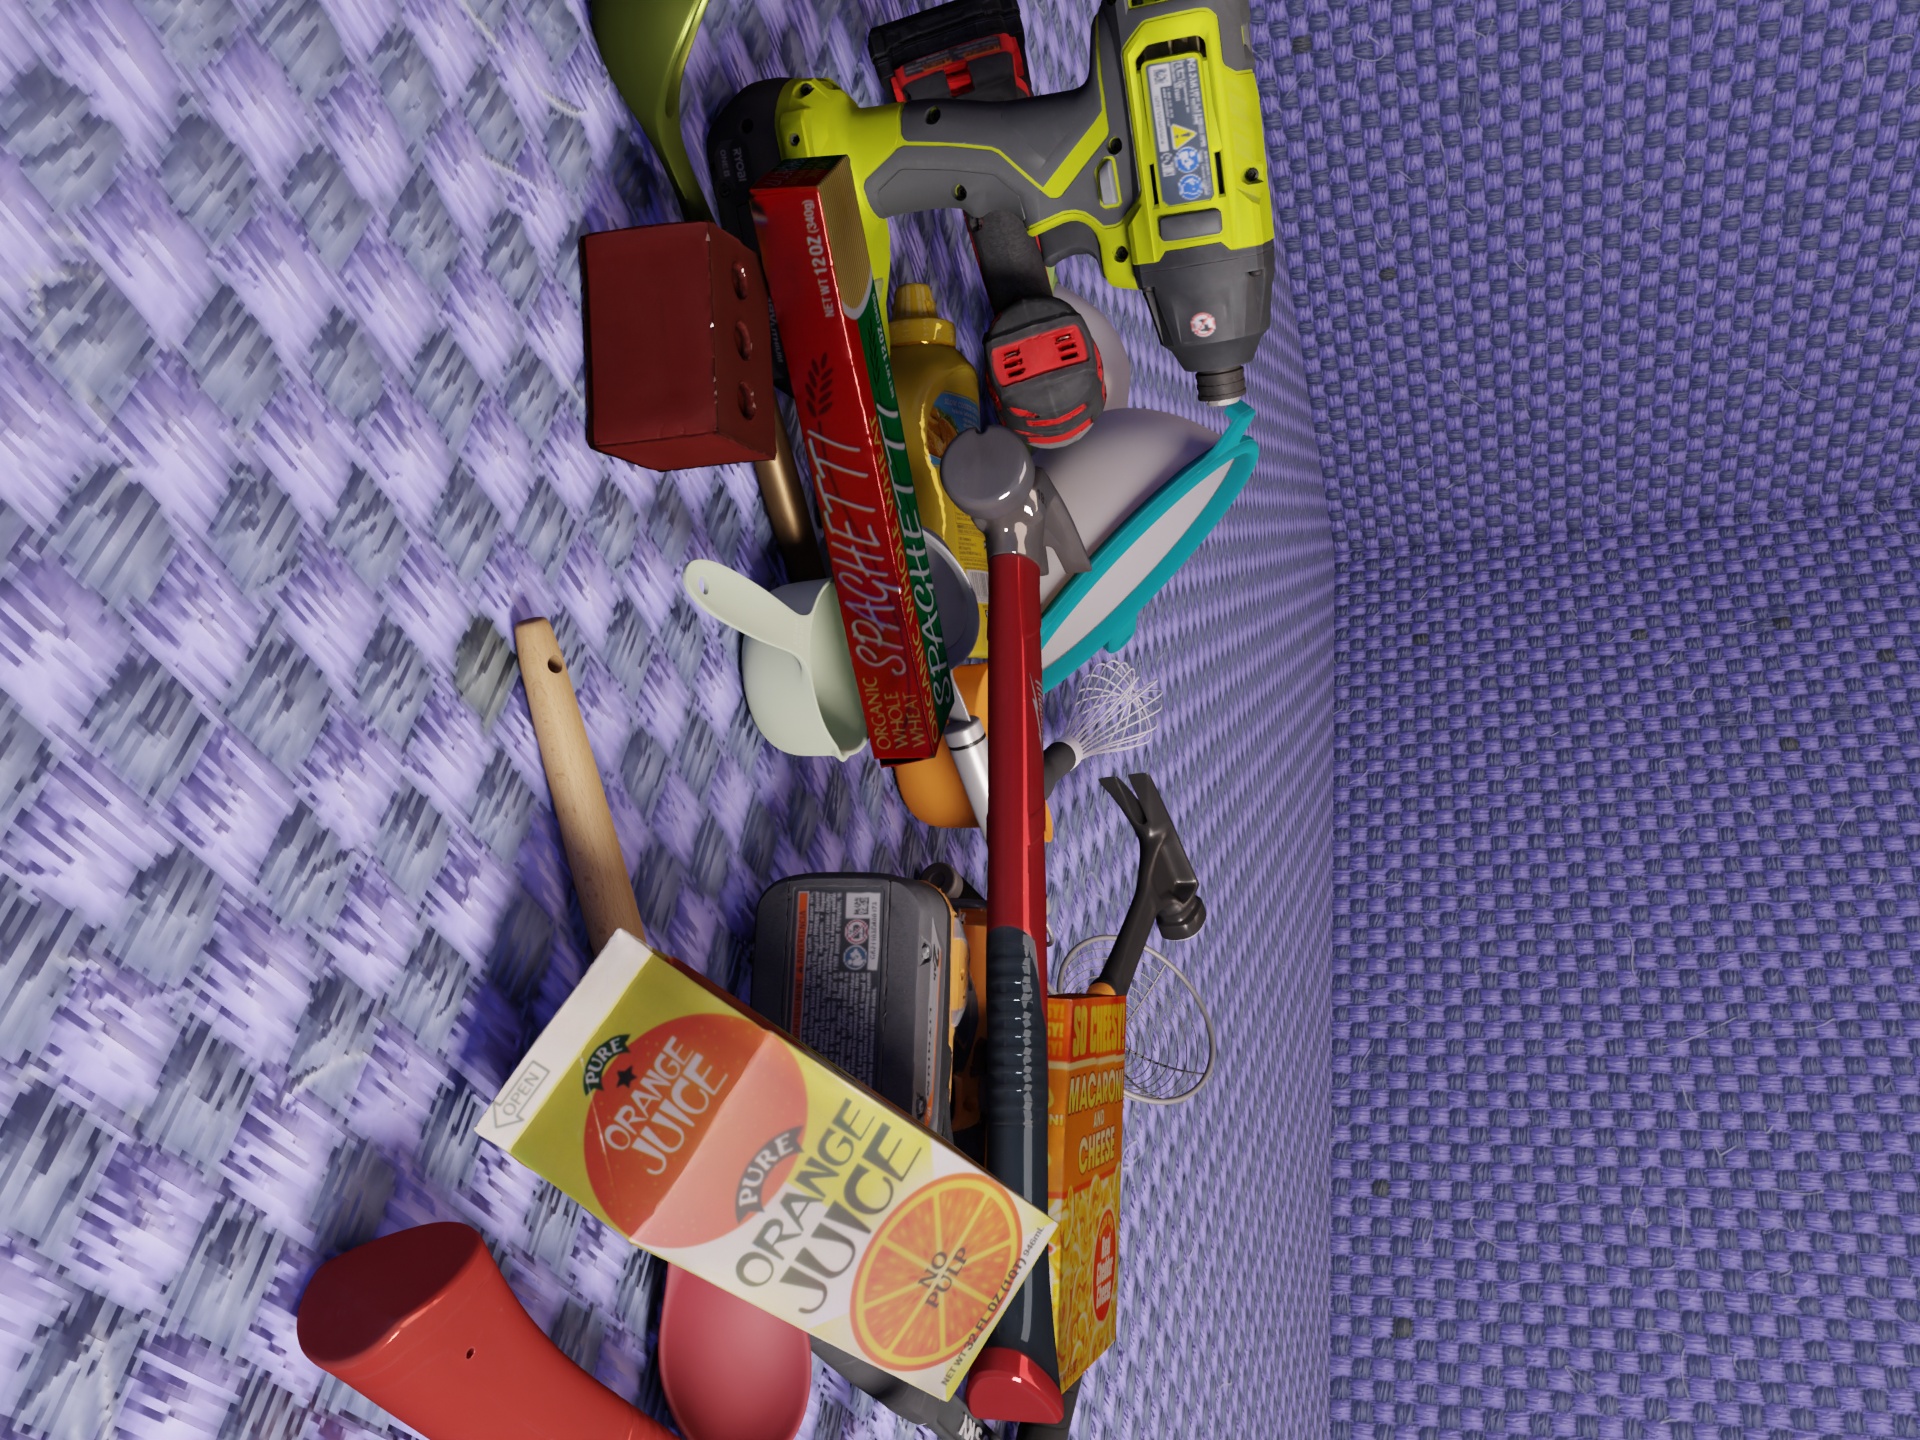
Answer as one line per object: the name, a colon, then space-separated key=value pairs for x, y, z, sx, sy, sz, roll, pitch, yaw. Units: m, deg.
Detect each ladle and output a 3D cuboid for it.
ladle: x=-0.107 y=0.117 z=0.546 sx=0.069 sy=0.031 sz=0.315 roll=-32 pitch=115 yaw=-52
ladle: x=-0.079 y=-0.158 z=0.645 sx=0.078 sy=0.062 sz=0.319 roll=-91 pitch=170 yaw=-55

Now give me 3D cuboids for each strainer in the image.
strainer: x=0.076 y=-0.242 z=0.986 sx=0.256 sy=0.069 sz=0.152 roll=94 pitch=6 yaw=-54
strainer: x=0.078 y=-0.106 z=1.011 sx=0.095 sy=0.211 sz=0.340 roll=45 pitch=-2 yaw=8
strainer: x=-0.001 y=-0.002 z=0.751 sx=0.050 sy=0.087 sz=0.258 roll=-40 pitch=116 yaw=-44

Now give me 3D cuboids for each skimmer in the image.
skimmer: x=0.075 y=0.149 z=0.982 sx=0.362 sy=0.090 sz=0.127 roll=52 pitch=18 yaw=-57

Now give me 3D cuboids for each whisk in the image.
whisk: x=0.082 y=0.016 z=1.093 sx=0.284 sy=0.070 sz=0.070 roll=-35 pitch=119 yaw=-63

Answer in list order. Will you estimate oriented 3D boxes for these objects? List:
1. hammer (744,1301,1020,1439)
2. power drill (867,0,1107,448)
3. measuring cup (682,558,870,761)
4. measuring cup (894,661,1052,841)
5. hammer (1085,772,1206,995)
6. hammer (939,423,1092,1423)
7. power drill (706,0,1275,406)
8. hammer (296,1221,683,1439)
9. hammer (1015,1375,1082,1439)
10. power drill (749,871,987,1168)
hammer: x=-0.016 y=0.333 z=0.764 sx=0.408 sy=0.036 sz=0.149 roll=63 pitch=30 yaw=-48
power drill: x=0.024 y=-0.252 z=0.840 sx=0.143 sy=0.078 sz=0.220 roll=11 pitch=63 yaw=-83
measuring cup: x=-0.081 y=-0.032 z=0.639 sx=0.167 sy=0.038 sz=0.083 roll=32 pitch=56 yaw=-65
measuring cup: x=0.010 y=0.032 z=0.876 sx=0.173 sy=0.052 sz=0.095 roll=58 pitch=35 yaw=-60
hammer: x=0.072 y=0.176 z=0.900 sx=0.127 sy=0.034 sz=0.337 roll=64 pitch=34 yaw=-29
hammer: x=0.027 y=0.082 z=0.665 sx=0.143 sy=0.038 sz=0.386 roll=41 pitch=47 yaw=-68
power drill: x=0.018 y=-0.209 z=0.675 sx=0.080 sy=0.223 sz=0.171 roll=-52 pitch=135 yaw=-63
hammer: x=-0.092 y=0.266 z=0.510 sx=0.149 sy=0.037 sz=0.358 roll=-56 pitch=139 yaw=-26
hammer: x=0.034 y=0.393 z=0.794 sx=0.335 sy=0.035 sz=0.146 roll=-67 pitch=147 yaw=-50
power drill: x=-0.022 y=0.164 z=0.715 sx=0.226 sy=0.084 sz=0.185 roll=42 pitch=48 yaw=-71
